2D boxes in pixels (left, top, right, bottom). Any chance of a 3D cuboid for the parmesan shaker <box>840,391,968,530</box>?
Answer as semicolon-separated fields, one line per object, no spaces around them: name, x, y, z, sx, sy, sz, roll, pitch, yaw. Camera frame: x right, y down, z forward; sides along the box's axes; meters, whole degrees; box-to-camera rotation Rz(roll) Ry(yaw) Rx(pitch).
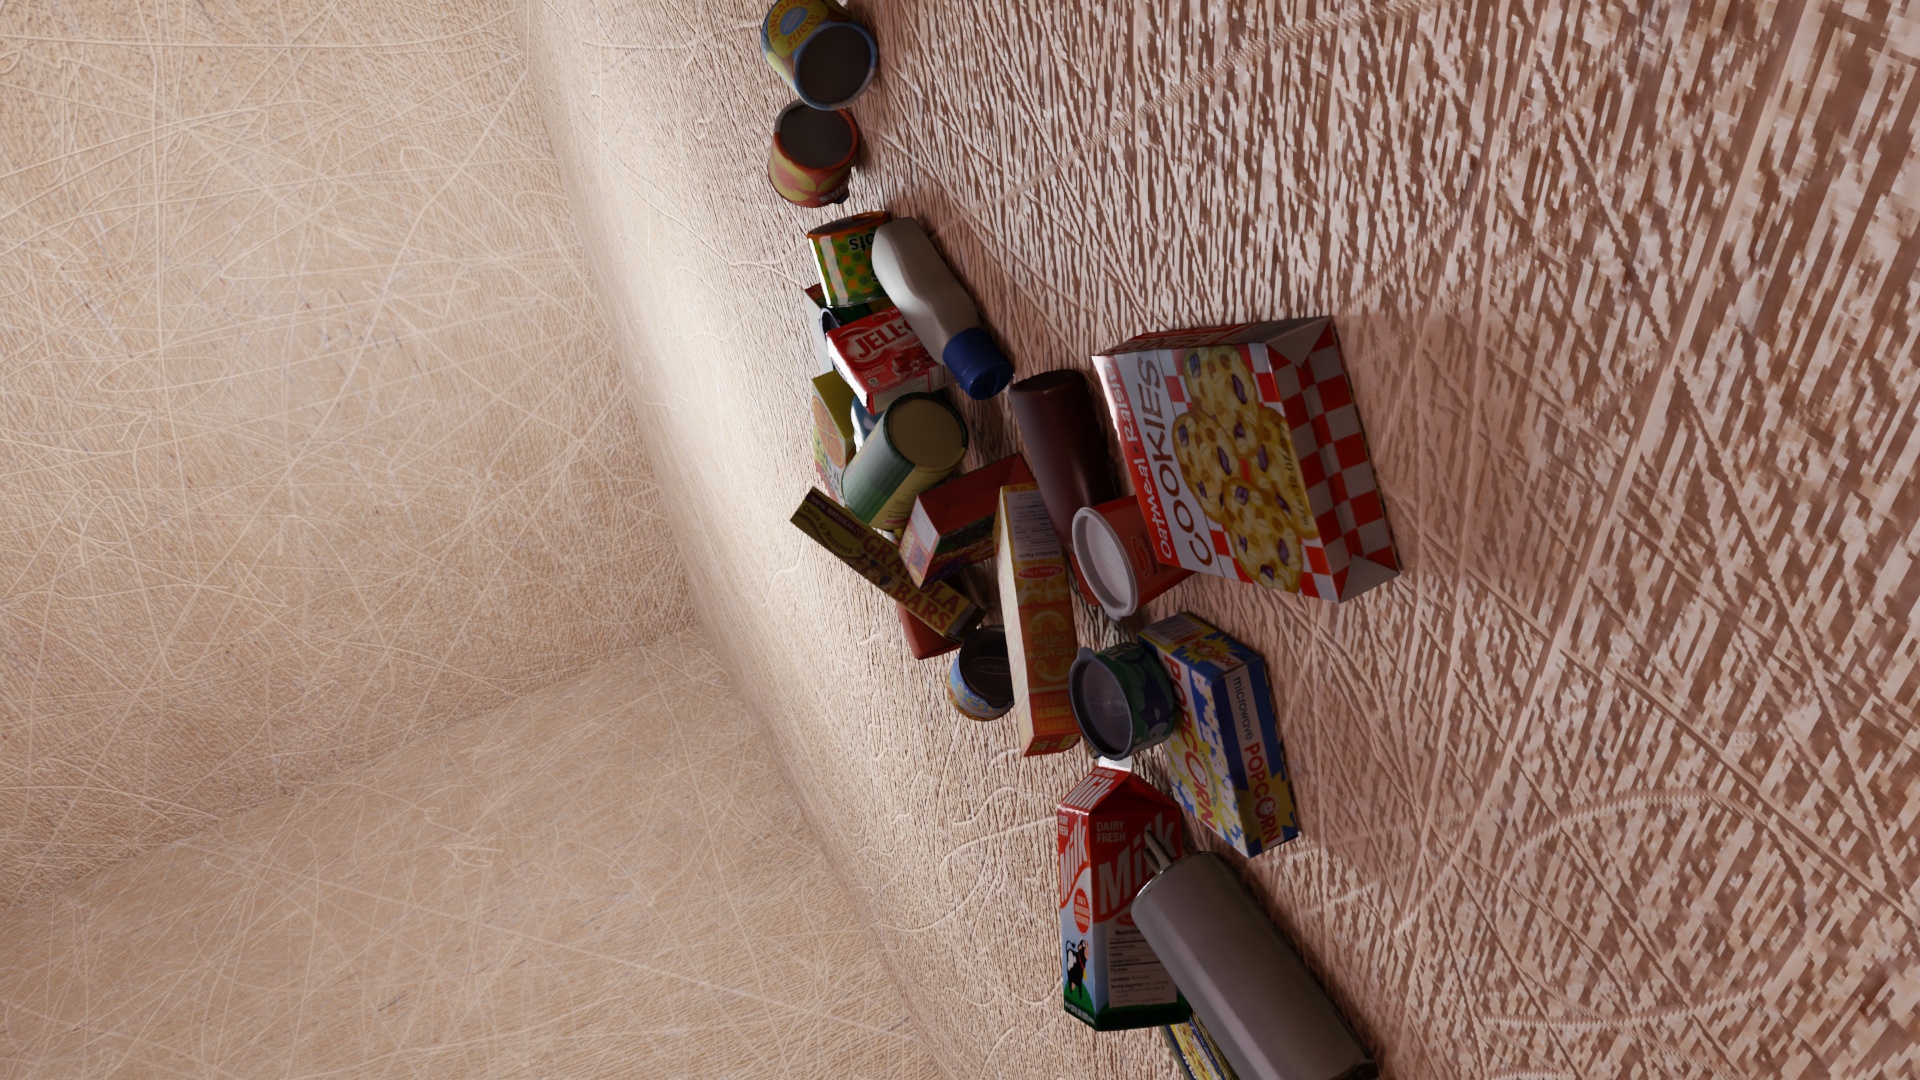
parmesan shaker;-0.040;-0.059;1.027;0.071;0.071;0.102;63;150;13

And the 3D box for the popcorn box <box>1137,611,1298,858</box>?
popcorn box;0.153;0.115;0.831;0.085;0.038;0.126;33;142;62

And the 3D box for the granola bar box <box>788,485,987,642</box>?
granola bar box;-0.060;0.024;1.195;0.166;0.039;0.124;36;179;11

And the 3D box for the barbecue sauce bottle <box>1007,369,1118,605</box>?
barbecue sauce bottle;0.074;-0.032;0.879;0.065;0.044;0.148;23;134;68

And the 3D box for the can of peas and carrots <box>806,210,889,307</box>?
can of peas and carrots;-0.079;-0.219;1.078;0.071;0.071;0.058;33;142;62

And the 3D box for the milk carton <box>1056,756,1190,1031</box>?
milk carton;0.116;0.248;1.007;0.072;0.073;0.190;158;111;-74

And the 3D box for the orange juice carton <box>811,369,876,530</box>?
orange juice carton;-0.089;-0.082;1.275;0.072;0.073;0.191;60;163;23

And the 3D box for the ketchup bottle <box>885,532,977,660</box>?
ketchup bottle;-0.036;0.032;1.280;0.149;0.065;0.043;70;158;9

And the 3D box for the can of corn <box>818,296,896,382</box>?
can of corn;-0.077;-0.171;1.144;0.071;0.058;0.070;56;161;32

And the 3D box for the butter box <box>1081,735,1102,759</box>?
butter box;0.115;0.112;0.922;0.024;0.053;0.103;63;163;21

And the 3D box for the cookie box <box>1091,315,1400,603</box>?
cookie box;0.135;-0.043;0.682;0.167;0.040;0.122;14;125;69

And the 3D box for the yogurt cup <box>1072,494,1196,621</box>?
yogurt cup;0.104;0.004;0.810;0.072;0.054;0.072;56;160;33

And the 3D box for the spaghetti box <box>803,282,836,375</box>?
spaghetti box;-0.111;-0.133;1.354;0.050;0.029;0.248;51;157;45

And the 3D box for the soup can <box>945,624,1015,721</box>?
soup can;0.025;0.117;1.185;0.071;0.071;0.083;63;163;15

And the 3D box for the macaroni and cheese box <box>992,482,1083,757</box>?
macaroni and cheese box;0.054;0.057;0.951;0.123;0.040;0.167;94;169;-75

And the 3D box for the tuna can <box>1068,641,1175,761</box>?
tuna can;0.096;0.093;0.833;0.071;0.033;0.070;38;136;49

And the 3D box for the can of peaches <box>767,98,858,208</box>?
can of peaches;-0.113;-0.300;1.079;0.071;0.071;0.058;65;163;9

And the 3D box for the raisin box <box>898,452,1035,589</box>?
raisin box;0.004;-0.013;1.049;0.040;0.086;0.123;61;163;14

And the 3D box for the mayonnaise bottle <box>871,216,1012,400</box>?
mayonnaise bottle;-0.014;-0.163;0.991;0.148;0.041;0.064;57;162;29

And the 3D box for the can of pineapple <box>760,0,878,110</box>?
can of pineapple;-0.099;-0.344;0.970;0.058;0.071;0.070;52;158;38
